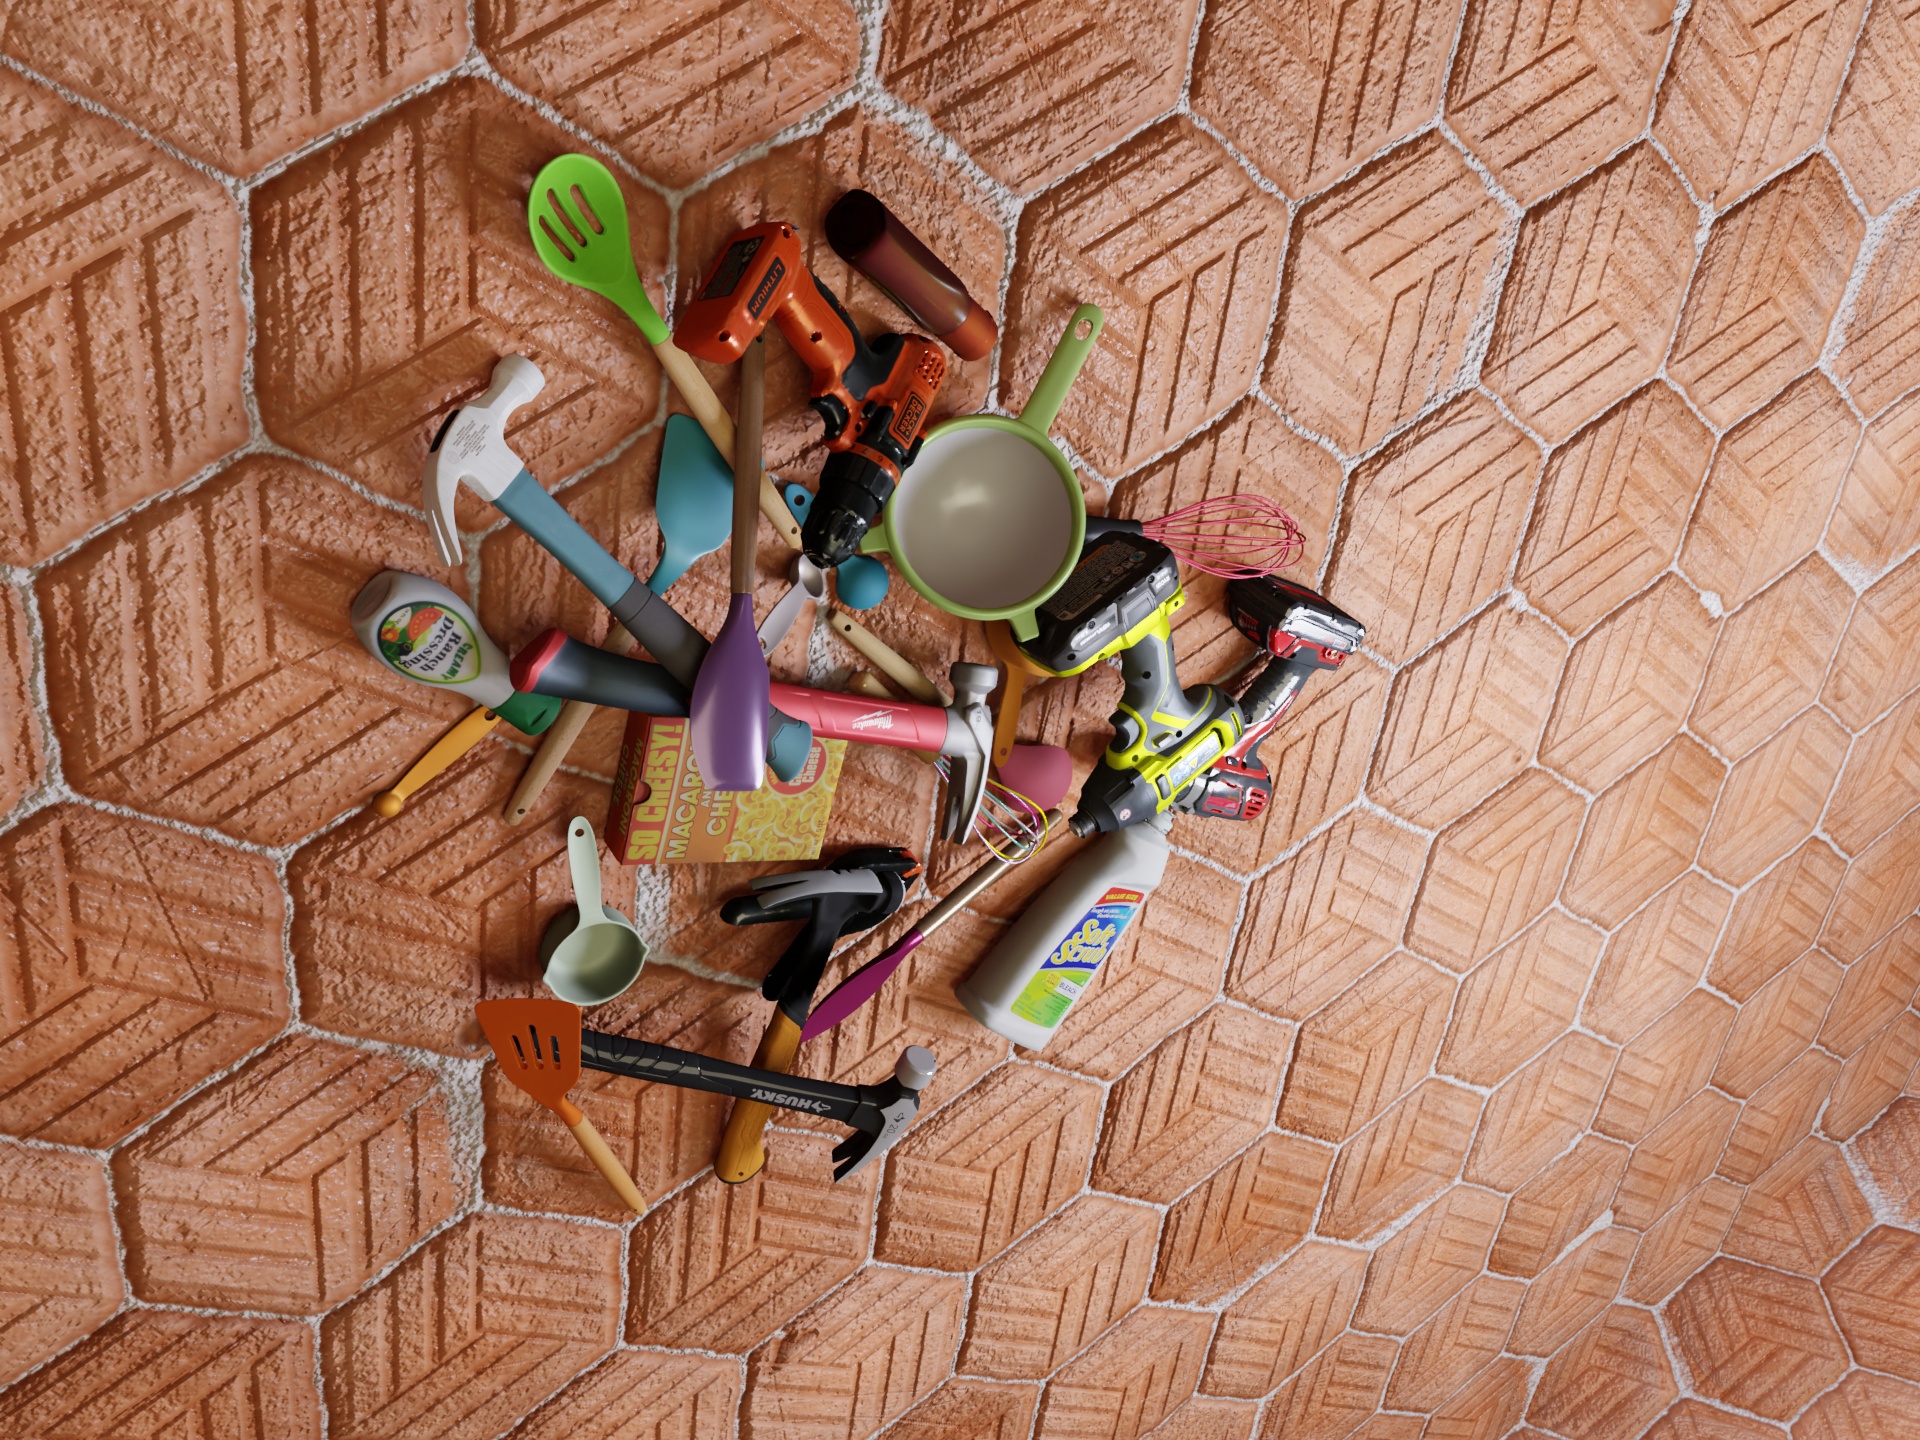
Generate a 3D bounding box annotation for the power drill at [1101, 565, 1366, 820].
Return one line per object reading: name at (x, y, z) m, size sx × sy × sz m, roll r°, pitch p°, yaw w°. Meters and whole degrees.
power drill at (0.237, -0.017, 1.412) m, size 0.187 × 0.080 × 0.226 m, roll 13°, pitch 112°, yaw -37°

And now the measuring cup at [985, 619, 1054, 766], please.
measuring cup at (0.061, -0.038, 1.281) m, size 0.095 × 0.052 × 0.173 m, roll 3°, pitch 104°, yaw -37°

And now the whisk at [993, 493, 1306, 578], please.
whisk at (0.158, -0.152, 1.294) m, size 0.295 × 0.073 × 0.073 m, roll -1°, pitch 117°, yaw -27°

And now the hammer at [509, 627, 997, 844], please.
hammer at (-0.138, 0.005, 1.150) m, size 0.386 × 0.038 × 0.143 m, roll 8°, pitch 90°, yaw -37°

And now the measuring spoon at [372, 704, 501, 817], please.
measuring spoon at (-0.356, 0.026, 1.094) m, size 0.117 × 0.011 × 0.021 m, roll -42°, pitch 131°, yaw -5°

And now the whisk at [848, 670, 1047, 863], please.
whisk at (-0.006, 0.037, 1.298) m, size 0.047 × 0.051 × 0.244 m, roll -28°, pitch 126°, yaw 25°

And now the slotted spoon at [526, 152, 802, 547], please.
slotted spoon at (-0.184, -0.228, 1.038) m, size 0.070 × 0.031 × 0.313 m, roll -50°, pitch 132°, yaw -20°

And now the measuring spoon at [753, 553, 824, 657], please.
measuring spoon at (-0.128, -0.079, 1.129) m, size 0.018 × 0.124 × 0.034 m, roll -14°, pitch 118°, yaw 27°

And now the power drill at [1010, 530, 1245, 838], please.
power drill at (0.129, -0.021, 1.257) m, size 0.171 × 0.080 × 0.223 m, roll -38°, pitch 129°, yaw -16°

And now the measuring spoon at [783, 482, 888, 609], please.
measuring spoon at (-0.090, -0.126, 1.168) m, size 0.042 × 0.021 × 0.128 m, roll -42°, pitch 132°, yaw -5°

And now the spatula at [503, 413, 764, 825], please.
spatula at (-0.241, -0.060, 1.113) m, size 0.082 × 0.044 × 0.317 m, roll 23°, pitch 108°, yaw -41°

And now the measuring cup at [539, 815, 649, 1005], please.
measuring cup at (-0.282, 0.136, 1.191) m, size 0.083 × 0.038 × 0.167 m, roll -14°, pitch 121°, yaw -26°

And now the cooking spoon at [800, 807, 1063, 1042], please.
cooking spoon at (-0.019, 0.163, 1.326) m, size 0.319 × 0.017 × 0.068 m, roll -37°, pitch 157°, yaw -33°

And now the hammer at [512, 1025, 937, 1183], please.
hammer at (-0.197, 0.290, 1.278) m, size 0.334 × 0.035 × 0.146 m, roll 17°, pitch 121°, yaw -21°

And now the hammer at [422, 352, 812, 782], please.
hammer at (-0.212, -0.076, 1.043) m, size 0.330 × 0.033 × 0.128 m, roll 46°, pitch 66°, yaw -29°

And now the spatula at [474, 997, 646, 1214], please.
spatula at (-0.296, 0.316, 1.259) m, size 0.081 × 0.041 × 0.322 m, roll -1°, pitch 141°, yaw 8°

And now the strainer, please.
strainer at (0.037, -0.194, 1.190) m, size 0.151 × 0.069 × 0.256 m, roll 28°, pitch 82°, yaw -9°

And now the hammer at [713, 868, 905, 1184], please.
hammer at (-0.154, 0.261, 1.318) m, size 0.127 × 0.034 × 0.336 m, roll 2°, pitch 124°, yaw -33°

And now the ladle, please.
ladle at (-0.002, -0.004, 1.297) m, size 0.069 × 0.031 × 0.315 m, roll -49°, pitch 129°, yaw 3°

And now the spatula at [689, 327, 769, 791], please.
spatula at (-0.147, -0.110, 1.061) m, size 0.059 × 0.018 × 0.316 m, roll 4°, pitch 90°, yaw -36°
